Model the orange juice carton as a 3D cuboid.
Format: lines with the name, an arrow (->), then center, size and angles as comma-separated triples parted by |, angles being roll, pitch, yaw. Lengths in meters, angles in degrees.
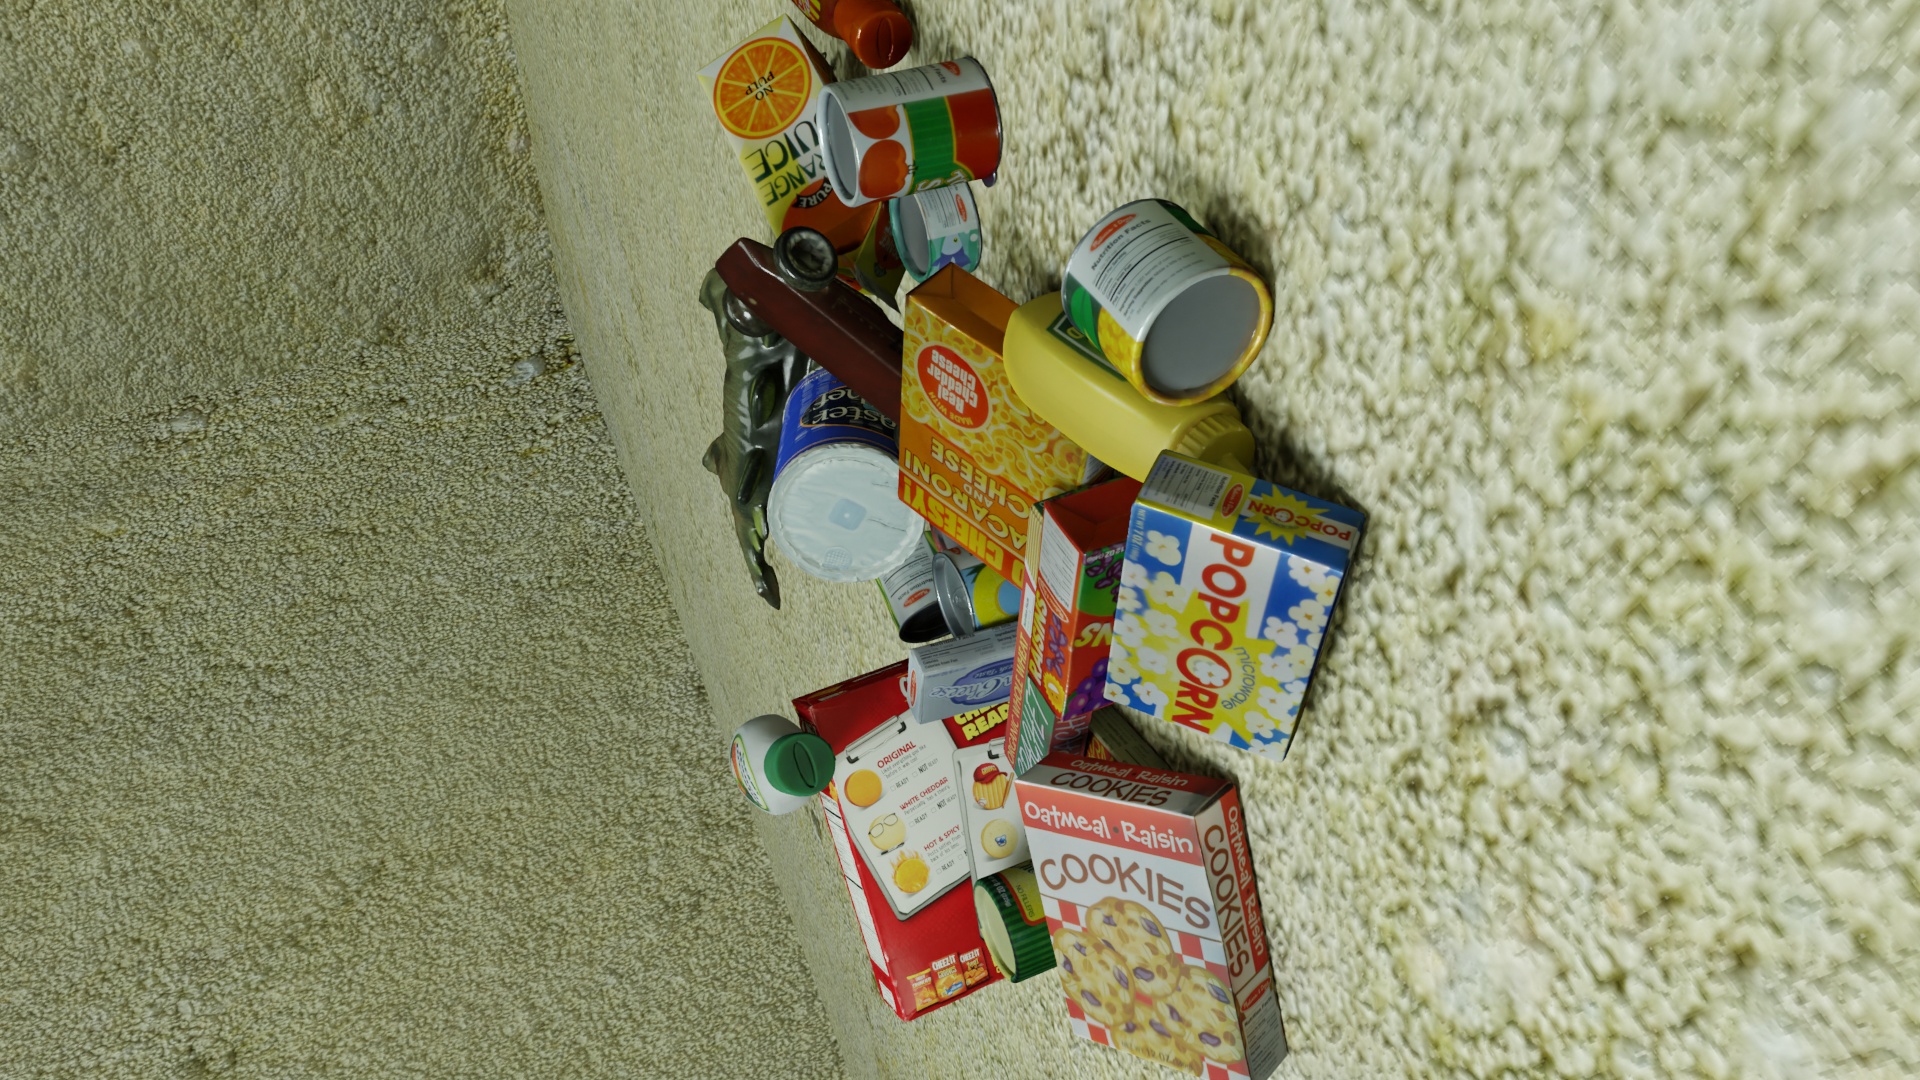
orange juice carton -> -0.090, -0.233, 0.895 | 0.193, 0.073, 0.072 | 63, -168, 15

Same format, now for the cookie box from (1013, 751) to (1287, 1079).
cookie box -> 0.103, 0.203, 0.755 | 0.123, 0.040, 0.167 | 2, 111, 44

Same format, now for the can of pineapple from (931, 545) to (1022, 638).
can of pineapple -> 0.021, 0.032, 0.886 | 0.071, 0.058, 0.071 | 164, 89, -73

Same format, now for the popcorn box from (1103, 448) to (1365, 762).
popcorn box -> 0.110, 0.029, 0.579 | 0.085, 0.038, 0.126 | 19, 138, 16

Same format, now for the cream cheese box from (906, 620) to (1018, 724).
cream cheese box -> 0.020, 0.078, 0.858 | 0.053, 0.104, 0.024 | 96, 155, -49

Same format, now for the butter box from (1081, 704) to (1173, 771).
butter box -> 0.099, 0.140, 0.810 | 0.104, 0.024, 0.053 | -134, 32, -54

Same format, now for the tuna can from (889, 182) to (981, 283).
tuna can -> -0.017, -0.188, 0.834 | 0.071, 0.033, 0.071 | 164, 89, -72

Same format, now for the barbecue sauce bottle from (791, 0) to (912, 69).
barbecue sauce bottle -> -0.074, -0.338, 0.849 | 0.064, 0.044, 0.149 | 93, 153, -46

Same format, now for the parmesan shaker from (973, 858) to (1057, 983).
parmesan shaker -> 0.068, 0.222, 0.848 | 0.071, 0.103, 0.071 | 164, 89, -72

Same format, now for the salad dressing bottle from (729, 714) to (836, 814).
salad dressing bottle -> -0.110, 0.138, 0.857 | 0.064, 0.044, 0.147 | 70, 160, 3

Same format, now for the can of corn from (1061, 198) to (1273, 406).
can of corn -> 0.085, -0.095, 0.566 | 0.058, 0.071, 0.070 | -125, 25, -43

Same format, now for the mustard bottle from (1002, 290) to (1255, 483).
mustard bottle -> 0.084, -0.058, 0.614 | 0.161, 0.065, 0.048 | 44, 142, 39

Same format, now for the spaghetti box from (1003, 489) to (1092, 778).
spaghetti box -> 0.053, 0.071, 0.778 | 0.050, 0.029, 0.248 | 58, 159, 34

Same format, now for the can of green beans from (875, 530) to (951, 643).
can of green beans -> -0.025, 0.034, 1.012 | 0.071, 0.071, 0.058 | 104, 145, -59

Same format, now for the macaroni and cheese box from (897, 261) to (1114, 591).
macaroni and cheese box -> 0.025, -0.052, 0.758 | 0.124, 0.040, 0.165 | 37, 149, 21

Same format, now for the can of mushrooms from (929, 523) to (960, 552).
can of mushrooms -> 0.003, -0.012, 0.940 | 0.071, 0.033, 0.071 | 163, 89, -72

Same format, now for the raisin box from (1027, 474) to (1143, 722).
raisin box -> 0.079, 0.024, 0.657 | 0.040, 0.086, 0.122 | 56, 156, 38

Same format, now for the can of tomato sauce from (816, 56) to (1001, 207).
can of tomato sauce -> -0.029, -0.220, 0.757 | 0.071, 0.083, 0.071 | 164, 89, -72
